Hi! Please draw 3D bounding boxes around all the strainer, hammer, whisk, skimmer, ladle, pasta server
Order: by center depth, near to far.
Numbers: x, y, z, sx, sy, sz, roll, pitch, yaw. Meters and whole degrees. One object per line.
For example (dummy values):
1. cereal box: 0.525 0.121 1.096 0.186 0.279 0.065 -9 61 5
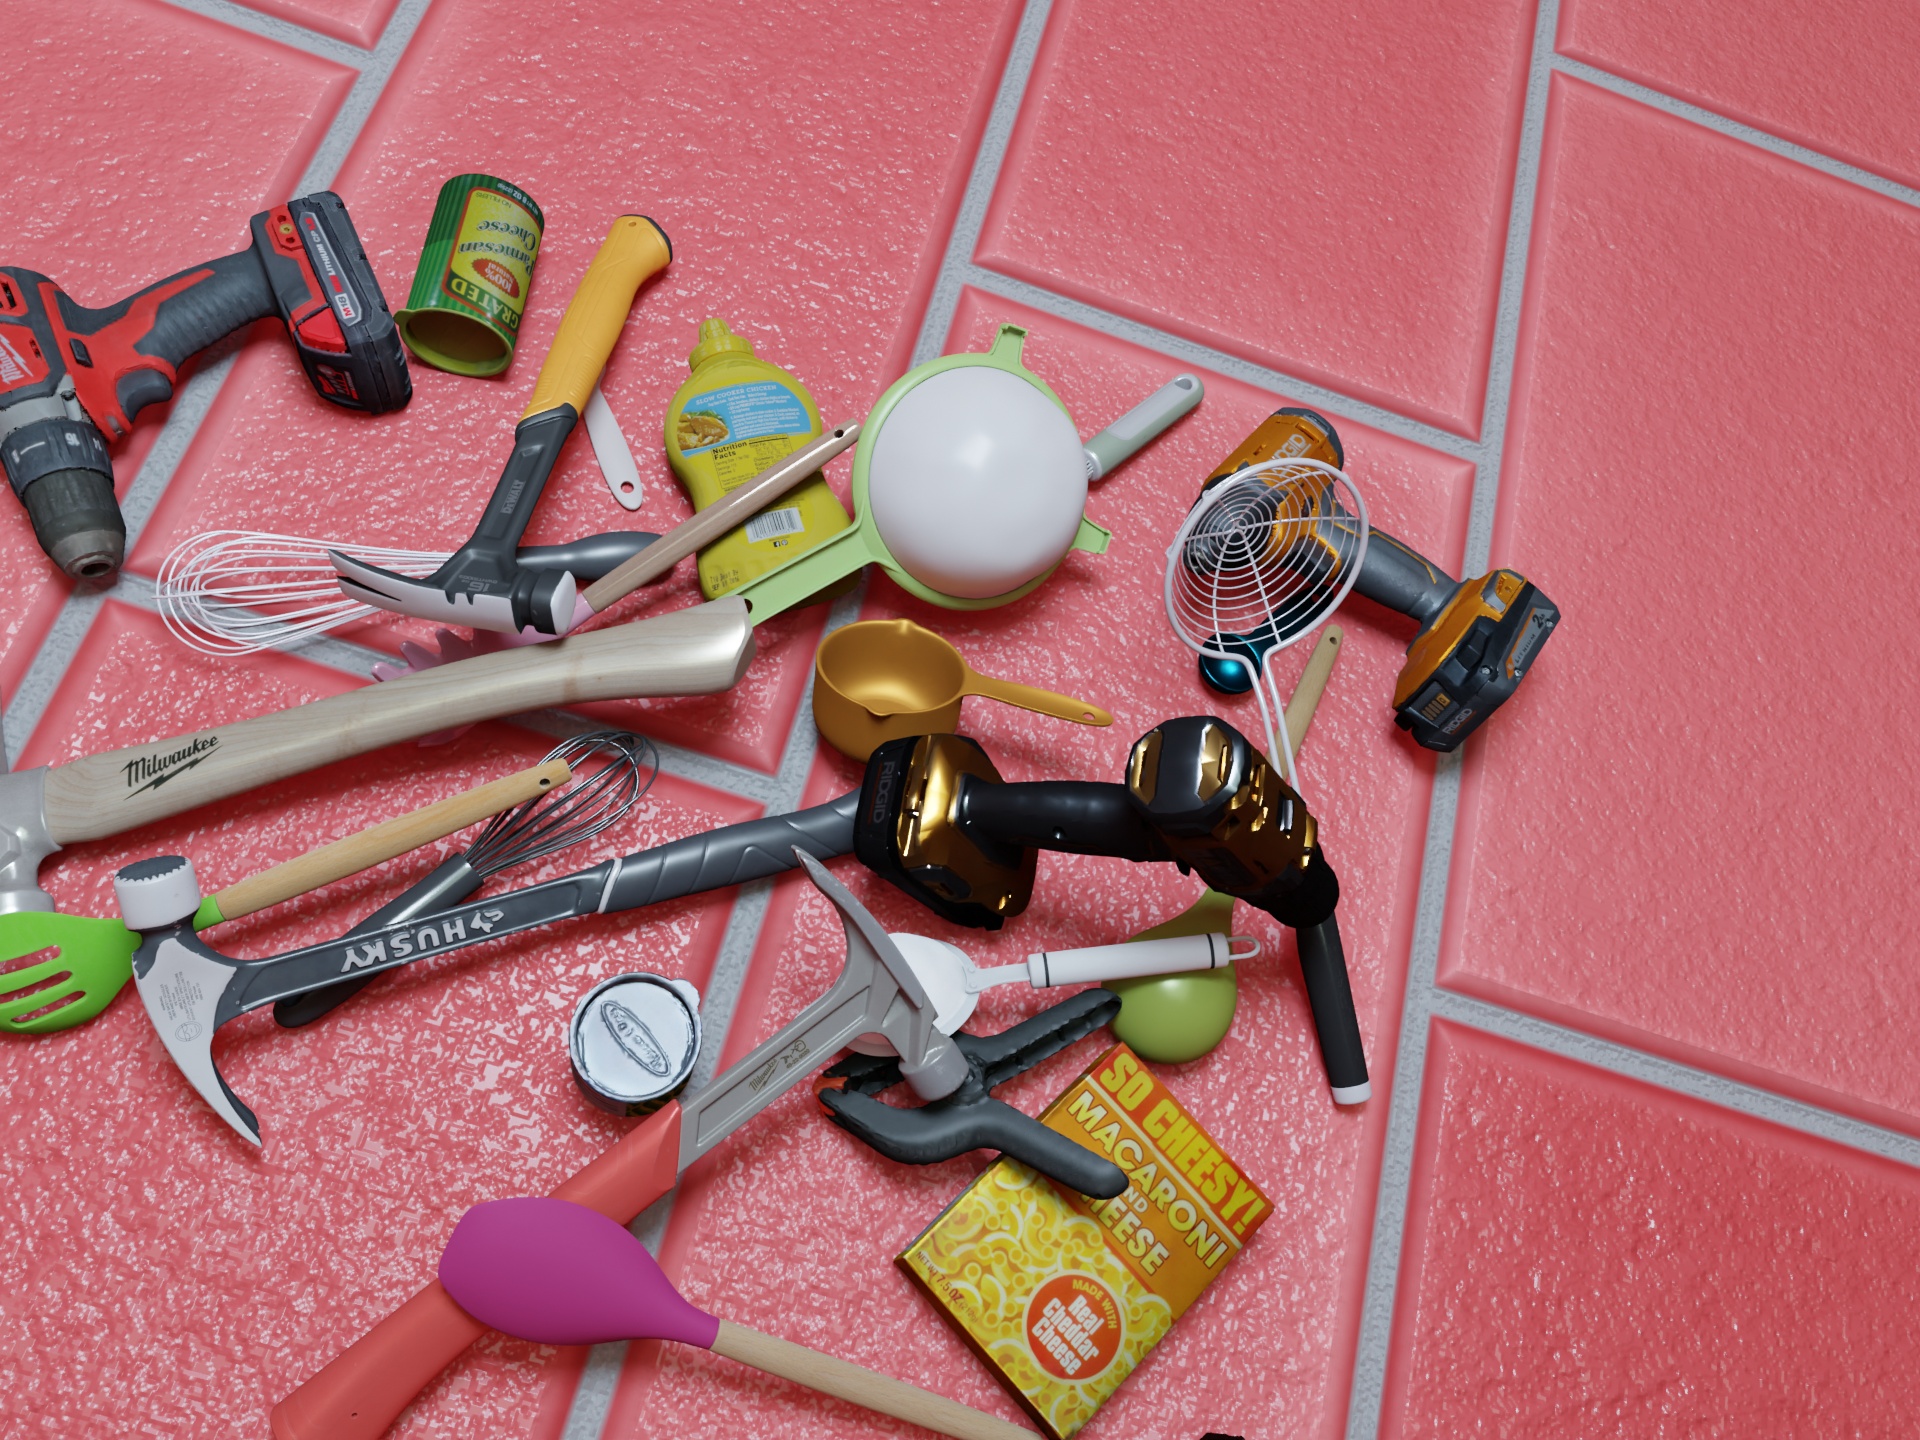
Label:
1. hammer: -0.174 0.220 0.766 0.359 0.037 0.149 -36 107 -10
2. hammer: -0.204 0.098 0.836 0.409 0.036 0.149 -14 108 -24
3. hammer: -0.313 -0.009 0.838 0.410 0.038 0.146 -15 72 -8
4. whisk: -0.260 0.082 0.847 0.239 0.055 0.055 -40 82 -19
5. strainer: 0.034 0.134 0.860 0.258 0.050 0.087 -6 36 -1
6. skimmer: 0.197 0.039 0.894 0.127 0.090 0.363 -11 88 -16
7. pasta server: -0.188 -0.083 0.895 0.316 0.040 0.060 -34 79 -7
8. strainer: -0.026 -0.110 0.899 0.256 0.069 0.151 -31 109 -17
9. whisk: -0.301 -0.083 0.901 0.284 0.070 0.070 -8 71 -21
10. hammer: -0.241 -0.187 0.923 0.127 0.034 0.337 9 52 4
11. ladle: 0.172 0.064 0.962 0.078 0.062 0.320 31 58 -2
12. whisk: 0.076 -0.161 1.021 0.058 0.059 0.246 36 59 26

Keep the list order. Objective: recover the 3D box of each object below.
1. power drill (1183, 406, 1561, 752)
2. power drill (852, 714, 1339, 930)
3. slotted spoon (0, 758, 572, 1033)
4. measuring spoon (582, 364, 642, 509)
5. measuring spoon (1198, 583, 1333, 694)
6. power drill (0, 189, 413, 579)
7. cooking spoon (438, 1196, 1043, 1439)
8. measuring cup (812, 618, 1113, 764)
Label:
1. power drill: 0.246 -0.086 0.997 0.226 0.084 0.164 40 50 7
2. power drill: 0.081 0.065 0.850 0.226 0.185 0.084 -5 61 32
3. slotted spoon: -0.348 0.082 0.802 0.313 0.031 0.070 -22 118 -13
4. measuring spoon: -0.220 -0.185 0.976 0.034 0.018 0.124 -18 74 -19
5. measuring spoon: 0.197 -0.053 1.025 0.128 0.021 0.042 -34 79 -32
6. power drill: -0.434 -0.191 0.900 0.226 0.080 0.188 -22 75 -17
7. cooking spoon: -0.097 0.306 0.771 0.318 0.017 0.069 26 89 -16
8. measuring cup: -0.001 -0.003 0.918 0.173 0.052 0.095 13 38 -1
